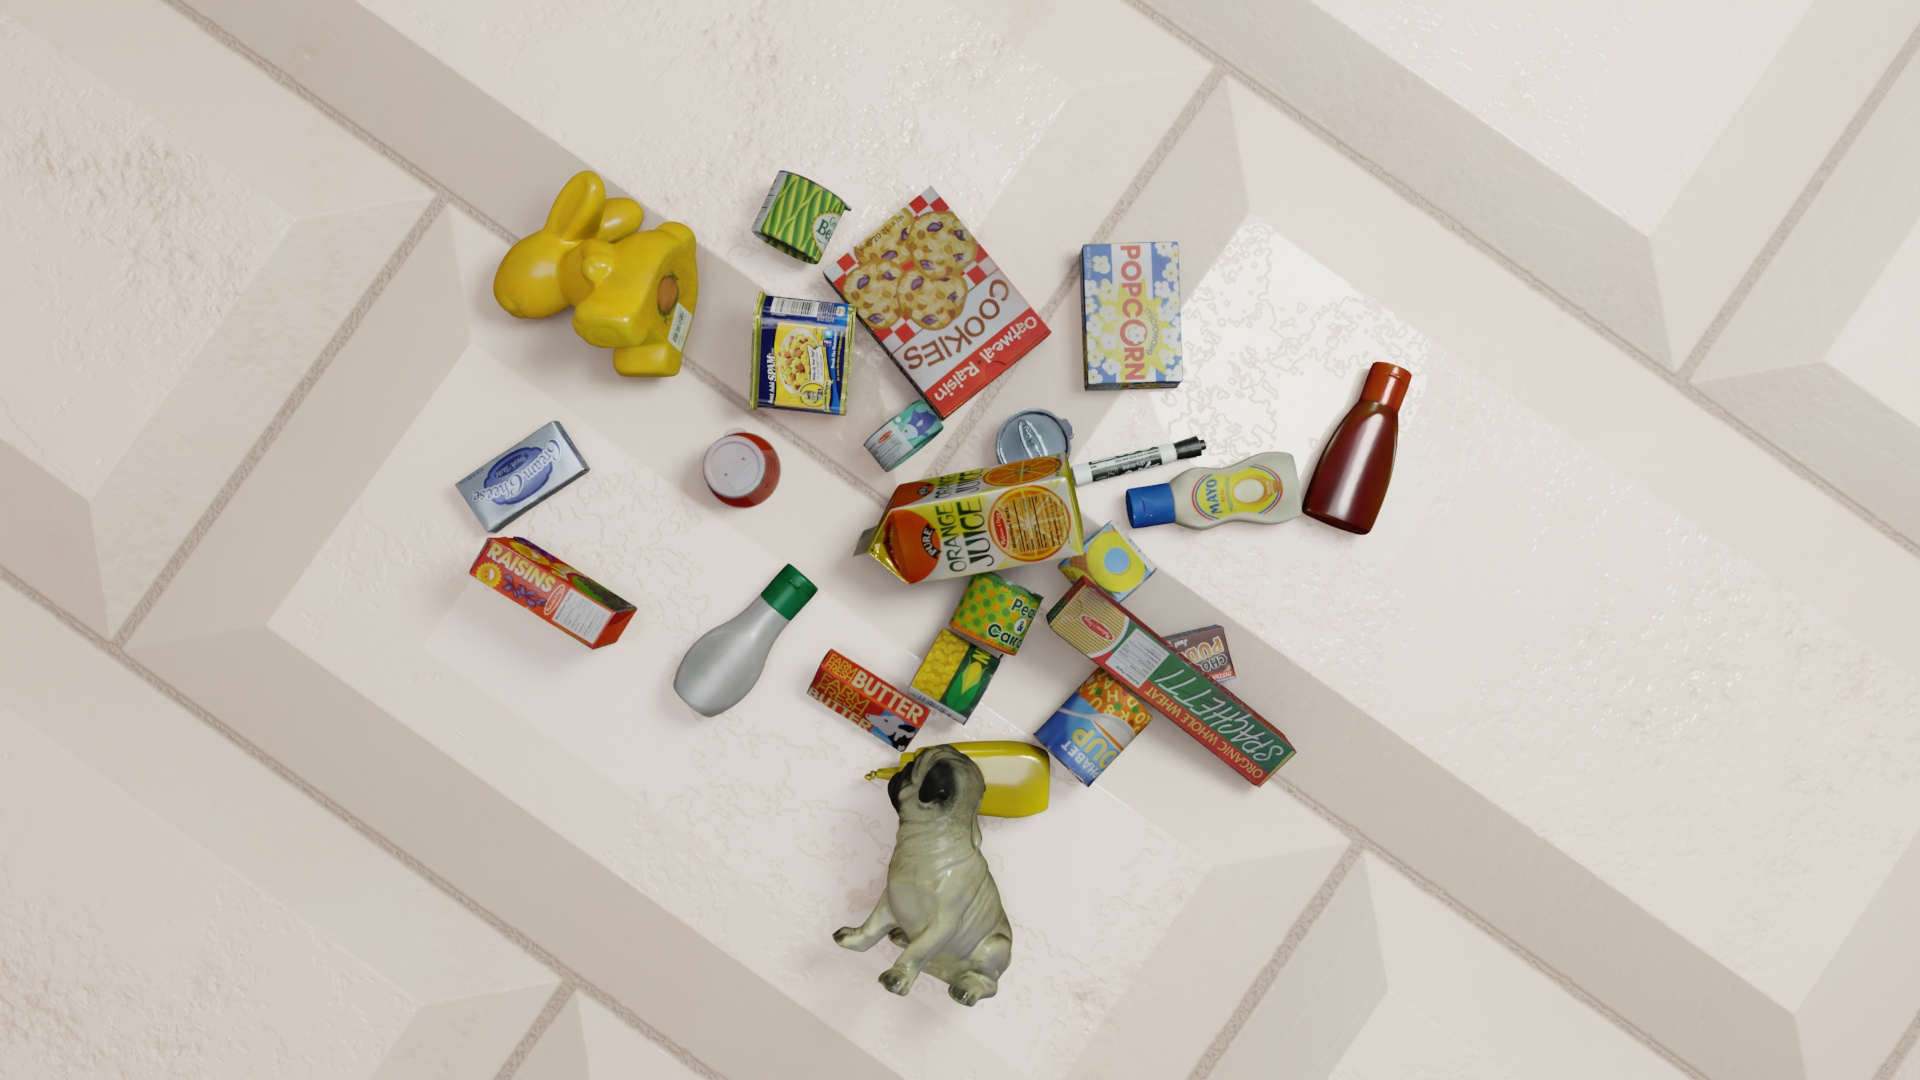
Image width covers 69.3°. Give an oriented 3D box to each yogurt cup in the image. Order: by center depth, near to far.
[{"bbox_3d":[-0.193,-0.063,1.211,0.072,0.054,0.072,0,89,-1],"label":"yogurt cup"}]

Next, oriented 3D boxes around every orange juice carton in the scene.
[{"bbox_3d":[0.004,-0.015,1.186,0.193,0.072,0.072,-11,109,8],"label":"orange juice carton"}]

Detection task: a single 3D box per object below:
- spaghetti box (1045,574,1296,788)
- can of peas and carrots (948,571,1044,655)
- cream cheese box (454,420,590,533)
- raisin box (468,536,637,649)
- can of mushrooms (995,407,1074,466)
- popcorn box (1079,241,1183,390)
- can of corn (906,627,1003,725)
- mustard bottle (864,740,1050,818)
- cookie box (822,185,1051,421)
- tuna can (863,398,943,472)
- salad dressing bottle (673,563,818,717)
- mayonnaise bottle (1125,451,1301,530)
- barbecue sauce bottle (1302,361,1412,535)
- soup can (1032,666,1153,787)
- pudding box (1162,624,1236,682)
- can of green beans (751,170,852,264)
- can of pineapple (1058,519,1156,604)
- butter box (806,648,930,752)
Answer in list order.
[{"bbox_3d":[0.181,0.123,1.187,0.250,0.029,0.050,38,102,-15],"label":"spaghetti box"},{"bbox_3d":[0.032,0.062,1.202,0.071,0.071,0.058,26,89,0],"label":"can of peas and carrots"},{"bbox_3d":[-0.385,-0.056,1.223,0.104,0.024,0.053,-34,90,-1],"label":"cream cheese box"},{"bbox_3d":[-0.347,0.043,1.190,0.123,0.086,0.040,31,91,0],"label":"raisin box"},{"bbox_3d":[0.066,-0.084,1.225,0.071,0.033,0.071,0,88,0],"label":"can of mushrooms"},{"bbox_3d":[0.150,-0.198,1.227,0.085,0.038,0.126,-2,88,-1],"label":"popcorn box"},{"bbox_3d":[-0.005,0.115,1.202,0.058,0.071,0.071,30,89,1],"label":"can of corn"},{"bbox_3d":[-0.003,0.205,1.208,0.160,0.049,0.065,3,95,0],"label":"mustard bottle"},{"bbox_3d":[-0.021,-0.207,1.224,0.123,0.040,0.167,-39,89,-2],"label":"cookie box"},{"bbox_3d":[-0.048,-0.092,1.210,0.071,0.071,0.033,-38,90,-1],"label":"tuna can"},{"bbox_3d":[-0.186,0.086,1.213,0.064,0.044,0.148,42,87,2],"label":"salad dressing bottle"},{"bbox_3d":[0.221,-0.038,1.221,0.148,0.041,0.064,-9,90,-1],"label":"mayonnaise bottle"},{"bbox_3d":[0.355,-0.083,1.224,0.065,0.043,0.148,21,88,0],"label":"barbecue sauce bottle"},{"bbox_3d":[0.116,0.162,1.200,0.071,0.071,0.084,44,88,0],"label":"soup can"},{"bbox_3d":[0.195,0.107,1.223,0.084,0.030,0.049,-13,90,-1],"label":"pudding box"},{"bbox_3d":[-0.141,-0.281,1.212,0.071,0.071,0.058,25,89,0],"label":"can of green beans"},{"bbox_3d":[0.126,0.025,1.206,0.071,0.071,0.058,-40,89,-1],"label":"can of pineapple"},{"bbox_3d":[-0.081,0.140,1.207,0.103,0.052,0.024,32,51,0],"label":"butter box"}]
